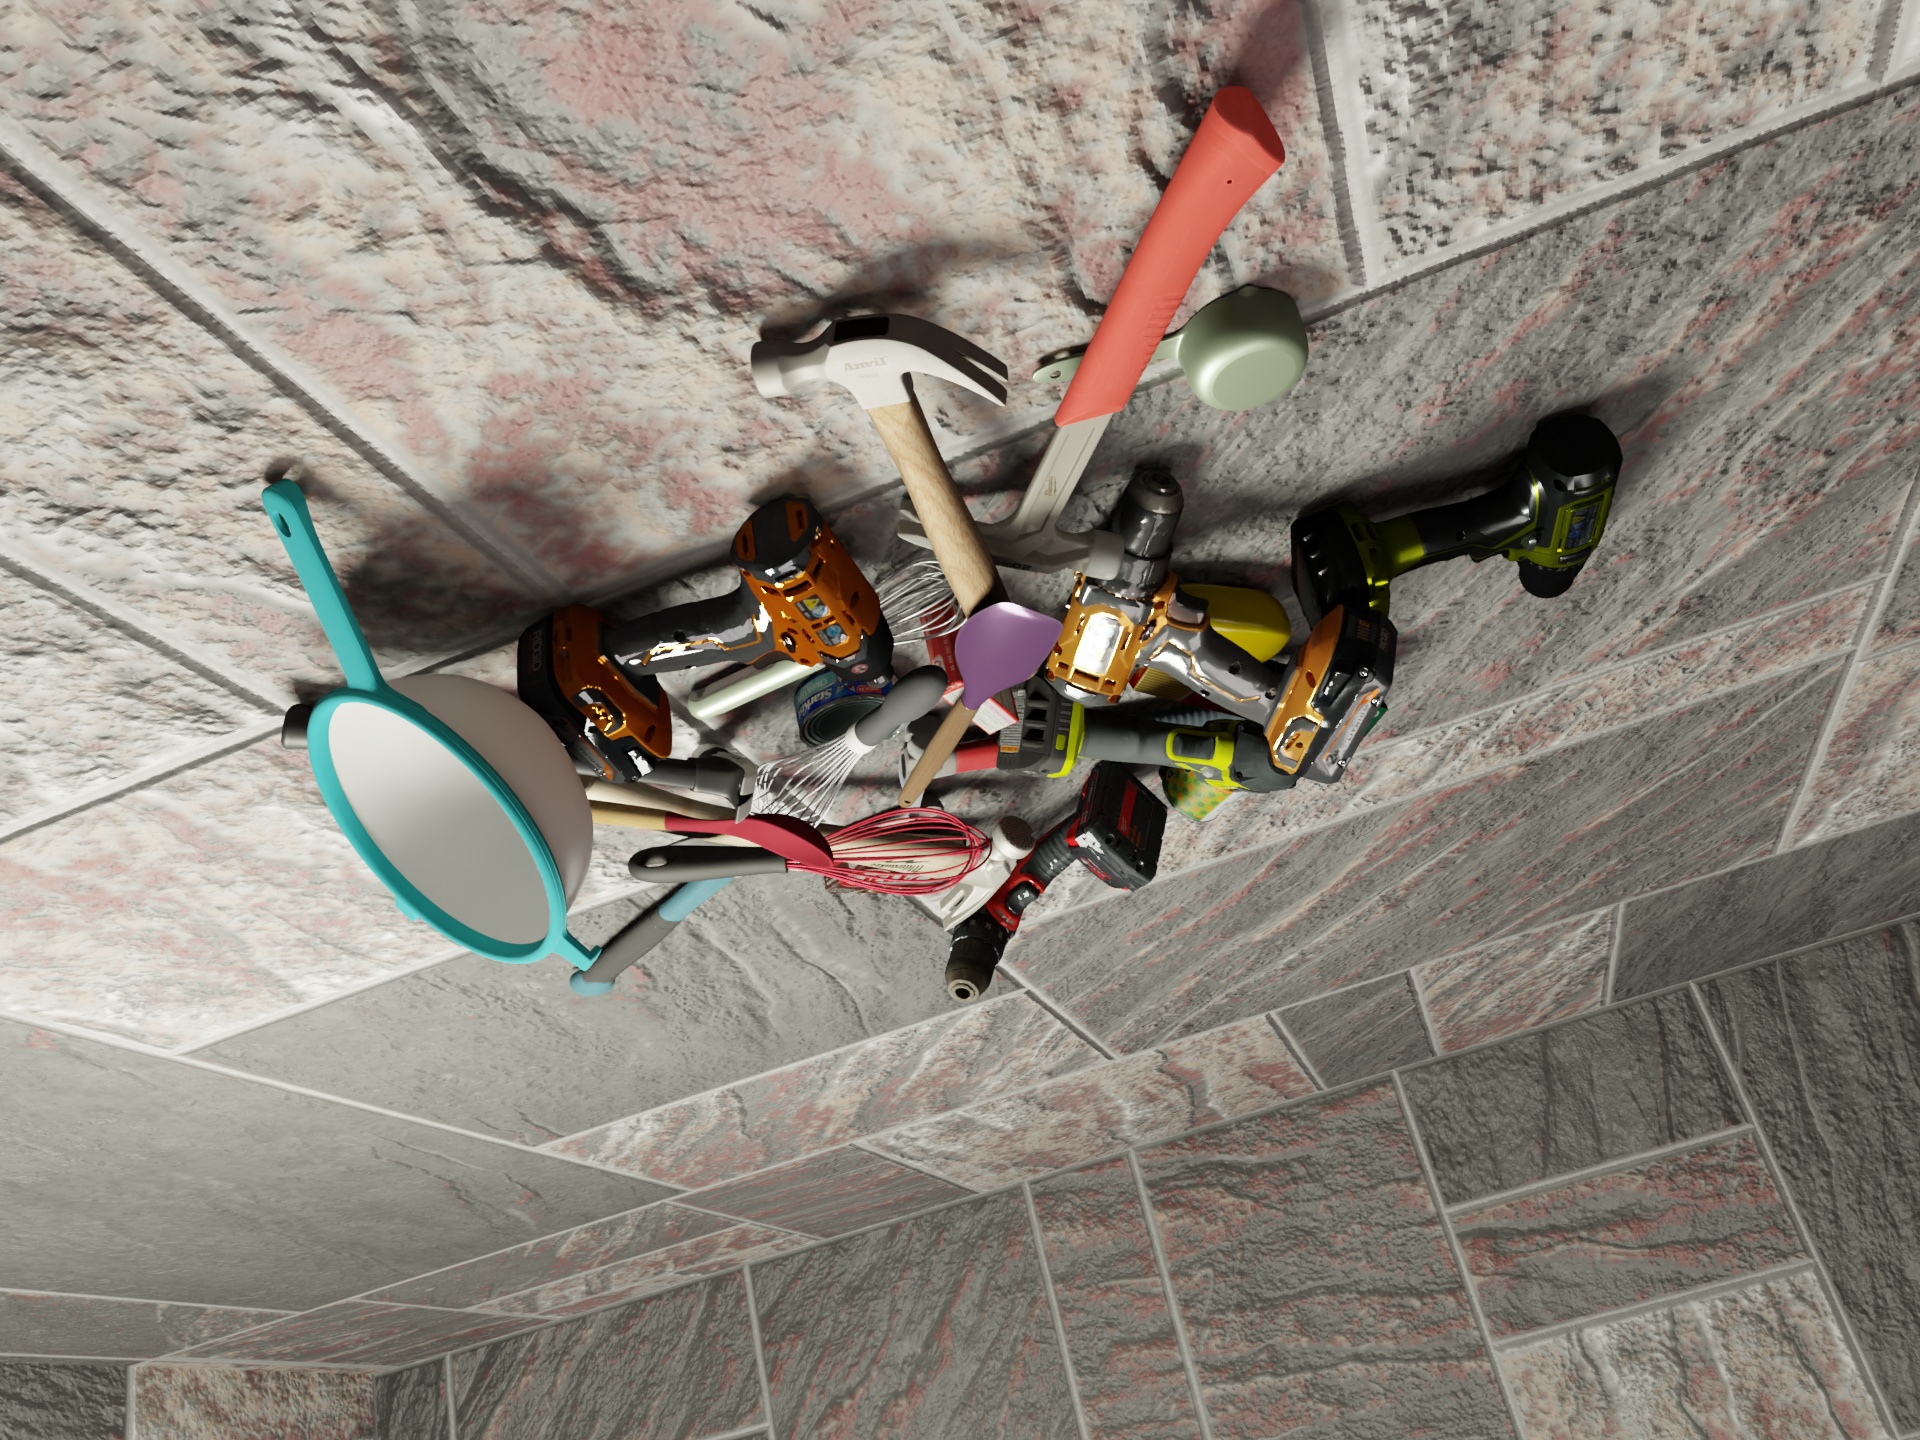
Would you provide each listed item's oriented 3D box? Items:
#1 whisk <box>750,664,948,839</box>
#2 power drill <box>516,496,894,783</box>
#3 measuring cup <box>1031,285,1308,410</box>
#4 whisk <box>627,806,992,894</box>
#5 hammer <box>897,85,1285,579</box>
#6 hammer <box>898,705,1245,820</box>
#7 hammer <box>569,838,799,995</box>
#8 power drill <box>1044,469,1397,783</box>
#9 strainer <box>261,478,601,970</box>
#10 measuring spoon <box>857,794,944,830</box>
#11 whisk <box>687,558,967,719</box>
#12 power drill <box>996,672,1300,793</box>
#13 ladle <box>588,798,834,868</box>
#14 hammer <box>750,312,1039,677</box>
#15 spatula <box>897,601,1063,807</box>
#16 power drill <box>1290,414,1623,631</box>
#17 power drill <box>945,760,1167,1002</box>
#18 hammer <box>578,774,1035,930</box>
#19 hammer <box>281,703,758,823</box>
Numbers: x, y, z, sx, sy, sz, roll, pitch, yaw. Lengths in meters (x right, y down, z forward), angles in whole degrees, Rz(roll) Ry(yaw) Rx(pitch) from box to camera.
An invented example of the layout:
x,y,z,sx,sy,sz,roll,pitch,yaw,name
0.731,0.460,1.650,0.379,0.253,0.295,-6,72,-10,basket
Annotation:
x,y,z,sx,sy,sz,roll,pitch,yaw,name
-0.088,0.023,1.175,0.070,0.070,0.284,5,153,-33,whisk
-0.159,-0.042,1.060,0.226,0.084,0.164,-23,138,12,power drill
0.127,-0.209,0.947,0.167,0.038,0.083,-12,153,-6,measuring cup
-0.122,0.111,1.289,0.296,0.073,0.073,-3,152,0,whisk
0.077,-0.203,0.905,0.149,0.037,0.359,11,146,-12,hammer
0.138,0.017,1.383,0.386,0.038,0.143,-9,154,-10,hammer
-0.280,0.189,1.514,0.128,0.033,0.331,9,145,-39,hammer
0.186,-0.066,1.107,0.226,0.084,0.185,20,130,3,power drill
-0.322,-0.007,0.988,0.211,0.095,0.340,8,126,35,strainer
-0.072,0.089,1.451,0.124,0.018,0.034,-18,160,23,measuring spoon
-0.097,-0.053,1.140,0.246,0.058,0.059,-23,117,23,whisk
0.150,0.015,1.238,0.223,0.080,0.171,8,178,-9,power drill
-0.247,0.074,1.209,0.315,0.031,0.069,7,154,7,ladle
-0.005,-0.122,0.977,0.130,0.031,0.331,-7,147,16,hammer
-0.002,-0.004,1.134,0.059,0.018,0.315,20,150,-7,spatula
0.370,-0.123,1.187,0.228,0.080,0.190,-19,152,3,power drill
0.076,0.152,1.463,0.080,0.188,0.226,42,125,-16,power drill
-0.145,0.104,1.351,0.410,0.038,0.146,13,137,-27,hammer
-0.305,0.026,1.137,0.334,0.035,0.146,8,-173,-26,hammer
